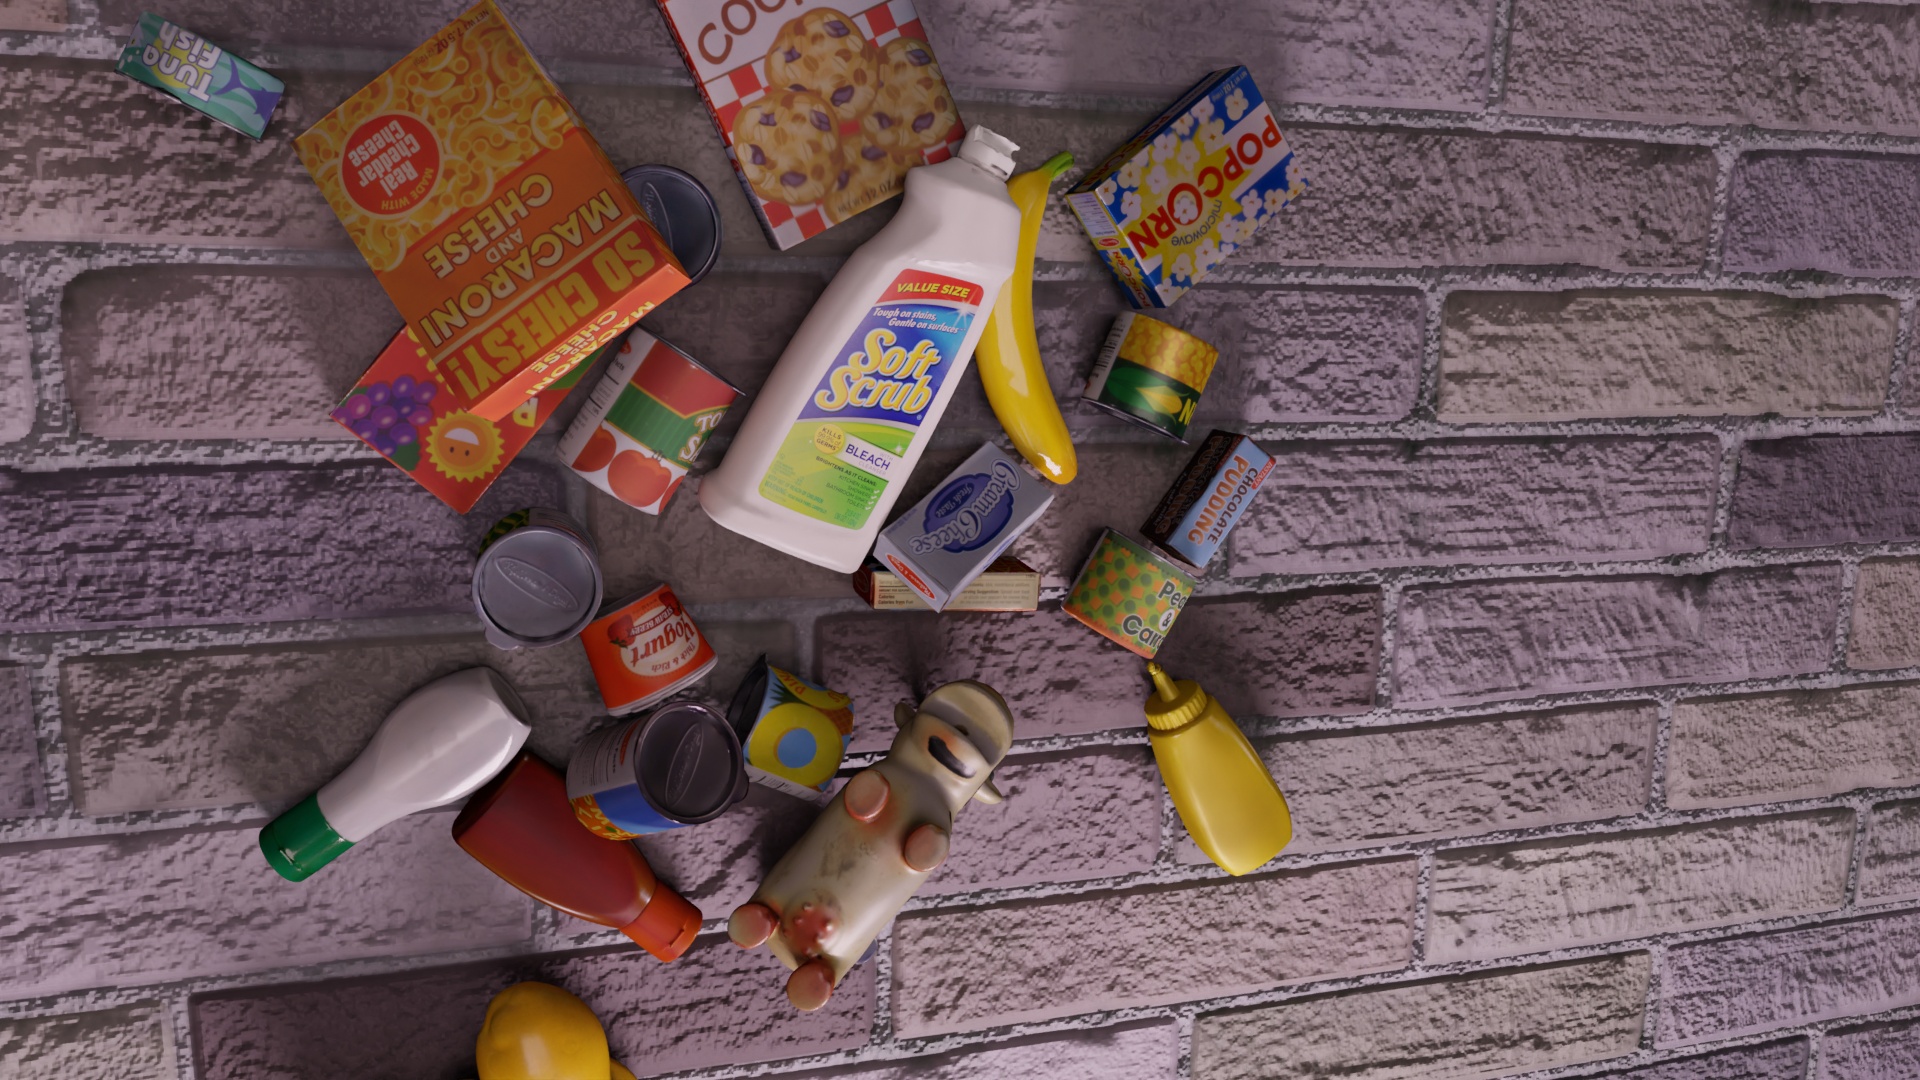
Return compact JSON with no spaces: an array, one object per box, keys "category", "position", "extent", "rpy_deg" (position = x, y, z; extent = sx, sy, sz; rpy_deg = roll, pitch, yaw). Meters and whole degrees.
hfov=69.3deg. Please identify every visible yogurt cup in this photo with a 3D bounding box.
[{"category":"yogurt cup","position":[-0.177,0.059,0.776],"extent":[0.072,0.072,0.054],"rpy_deg":[-27,99,-10]}]

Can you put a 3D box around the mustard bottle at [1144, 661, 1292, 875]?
[{"category":"mustard bottle","position":[0.158,0.139,0.898],"extent":[0.065,0.049,0.160],"rpy_deg":[-32,107,-8]}]

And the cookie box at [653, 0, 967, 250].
[{"category":"cookie box","position":[-0.082,-0.260,0.753],"extent":[0.123,0.040,0.167],"rpy_deg":[-28,108,-10]}]

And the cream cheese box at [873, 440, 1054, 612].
[{"category":"cream cheese box","position":[0.003,-0.010,0.802],"extent":[0.053,0.024,0.104],"rpy_deg":[41,55,9]}]

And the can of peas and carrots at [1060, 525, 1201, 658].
[{"category":"can of peas and carrots","position":[0.105,0.033,0.850],"extent":[0.071,0.071,0.058],"rpy_deg":[29,93,-20]}]

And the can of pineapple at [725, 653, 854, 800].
[{"category":"can of pineapple","position":[-0.101,0.109,0.807],"extent":[0.058,0.071,0.071],"rpy_deg":[25,93,-20]}]

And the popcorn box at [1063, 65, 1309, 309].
[{"category":"popcorn box","position":[0.135,-0.208,0.819],"extent":[0.127,0.038,0.085],"rpy_deg":[-41,113,-13]}]

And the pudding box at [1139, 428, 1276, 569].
[{"category":"pudding box","position":[0.154,-0.026,0.864],"extent":[0.030,0.050,0.083],"rpy_deg":[36,89,-18]}]

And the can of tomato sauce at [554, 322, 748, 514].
[{"category":"can of tomato sauce","position":[-0.167,-0.064,0.752],"extent":[0.071,0.071,0.083],"rpy_deg":[33,91,-20]}]

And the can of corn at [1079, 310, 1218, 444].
[{"category":"can of corn","position":[0.115,-0.097,0.829],"extent":[0.071,0.071,0.058],"rpy_deg":[22,94,-19]}]

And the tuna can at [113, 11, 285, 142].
[{"category":"tuna can","position":[-0.362,-0.221,0.661],"extent":[0.071,0.071,0.033],"rpy_deg":[25,92,-20]}]

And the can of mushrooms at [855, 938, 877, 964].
[{"category":"can of mushrooms","position":[-0.084,0.231,0.853],"extent":[0.071,0.033,0.071],"rpy_deg":[-3,101,-16]}]

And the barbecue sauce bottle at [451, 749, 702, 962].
[{"category":"barbecue sauce bottle","position":[-0.215,0.188,0.800],"extent":[0.148,0.043,0.065],"rpy_deg":[44,77,-20]}]

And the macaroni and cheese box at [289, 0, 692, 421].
[{"category":"macaroni and cheese box","position":[-0.230,-0.161,0.684],"extent":[0.123,0.040,0.166],"rpy_deg":[-35,82,3]}]

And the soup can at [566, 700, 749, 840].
[{"category":"soup can","position":[-0.168,0.130,0.769],"extent":[0.071,0.083,0.071],"rpy_deg":[16,64,-37]}]

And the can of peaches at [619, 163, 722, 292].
[{"category":"can of peaches","position":[-0.165,-0.165,0.737],"extent":[0.071,0.058,0.071],"rpy_deg":[-3,103,-15]}]

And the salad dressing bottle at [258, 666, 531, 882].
[{"category":"salad dressing bottle","position":[-0.310,0.129,0.761],"extent":[0.148,0.044,0.064],"rpy_deg":[-35,102,-6]}]

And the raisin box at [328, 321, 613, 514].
[{"category":"raisin box","position":[-0.257,-0.088,0.735],"extent":[0.086,0.040,0.123],"rpy_deg":[40,87,-20]}]

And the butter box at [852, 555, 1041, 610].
[{"category":"butter box","position":[-0.008,0.025,0.824],"extent":[0.104,0.053,0.024],"rpy_deg":[1,100,-17]}]

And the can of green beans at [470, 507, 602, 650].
[{"category":"can of green beans","position":[-0.230,0.019,0.754],"extent":[0.071,0.058,0.071],"rpy_deg":[-3,102,-16]}]
